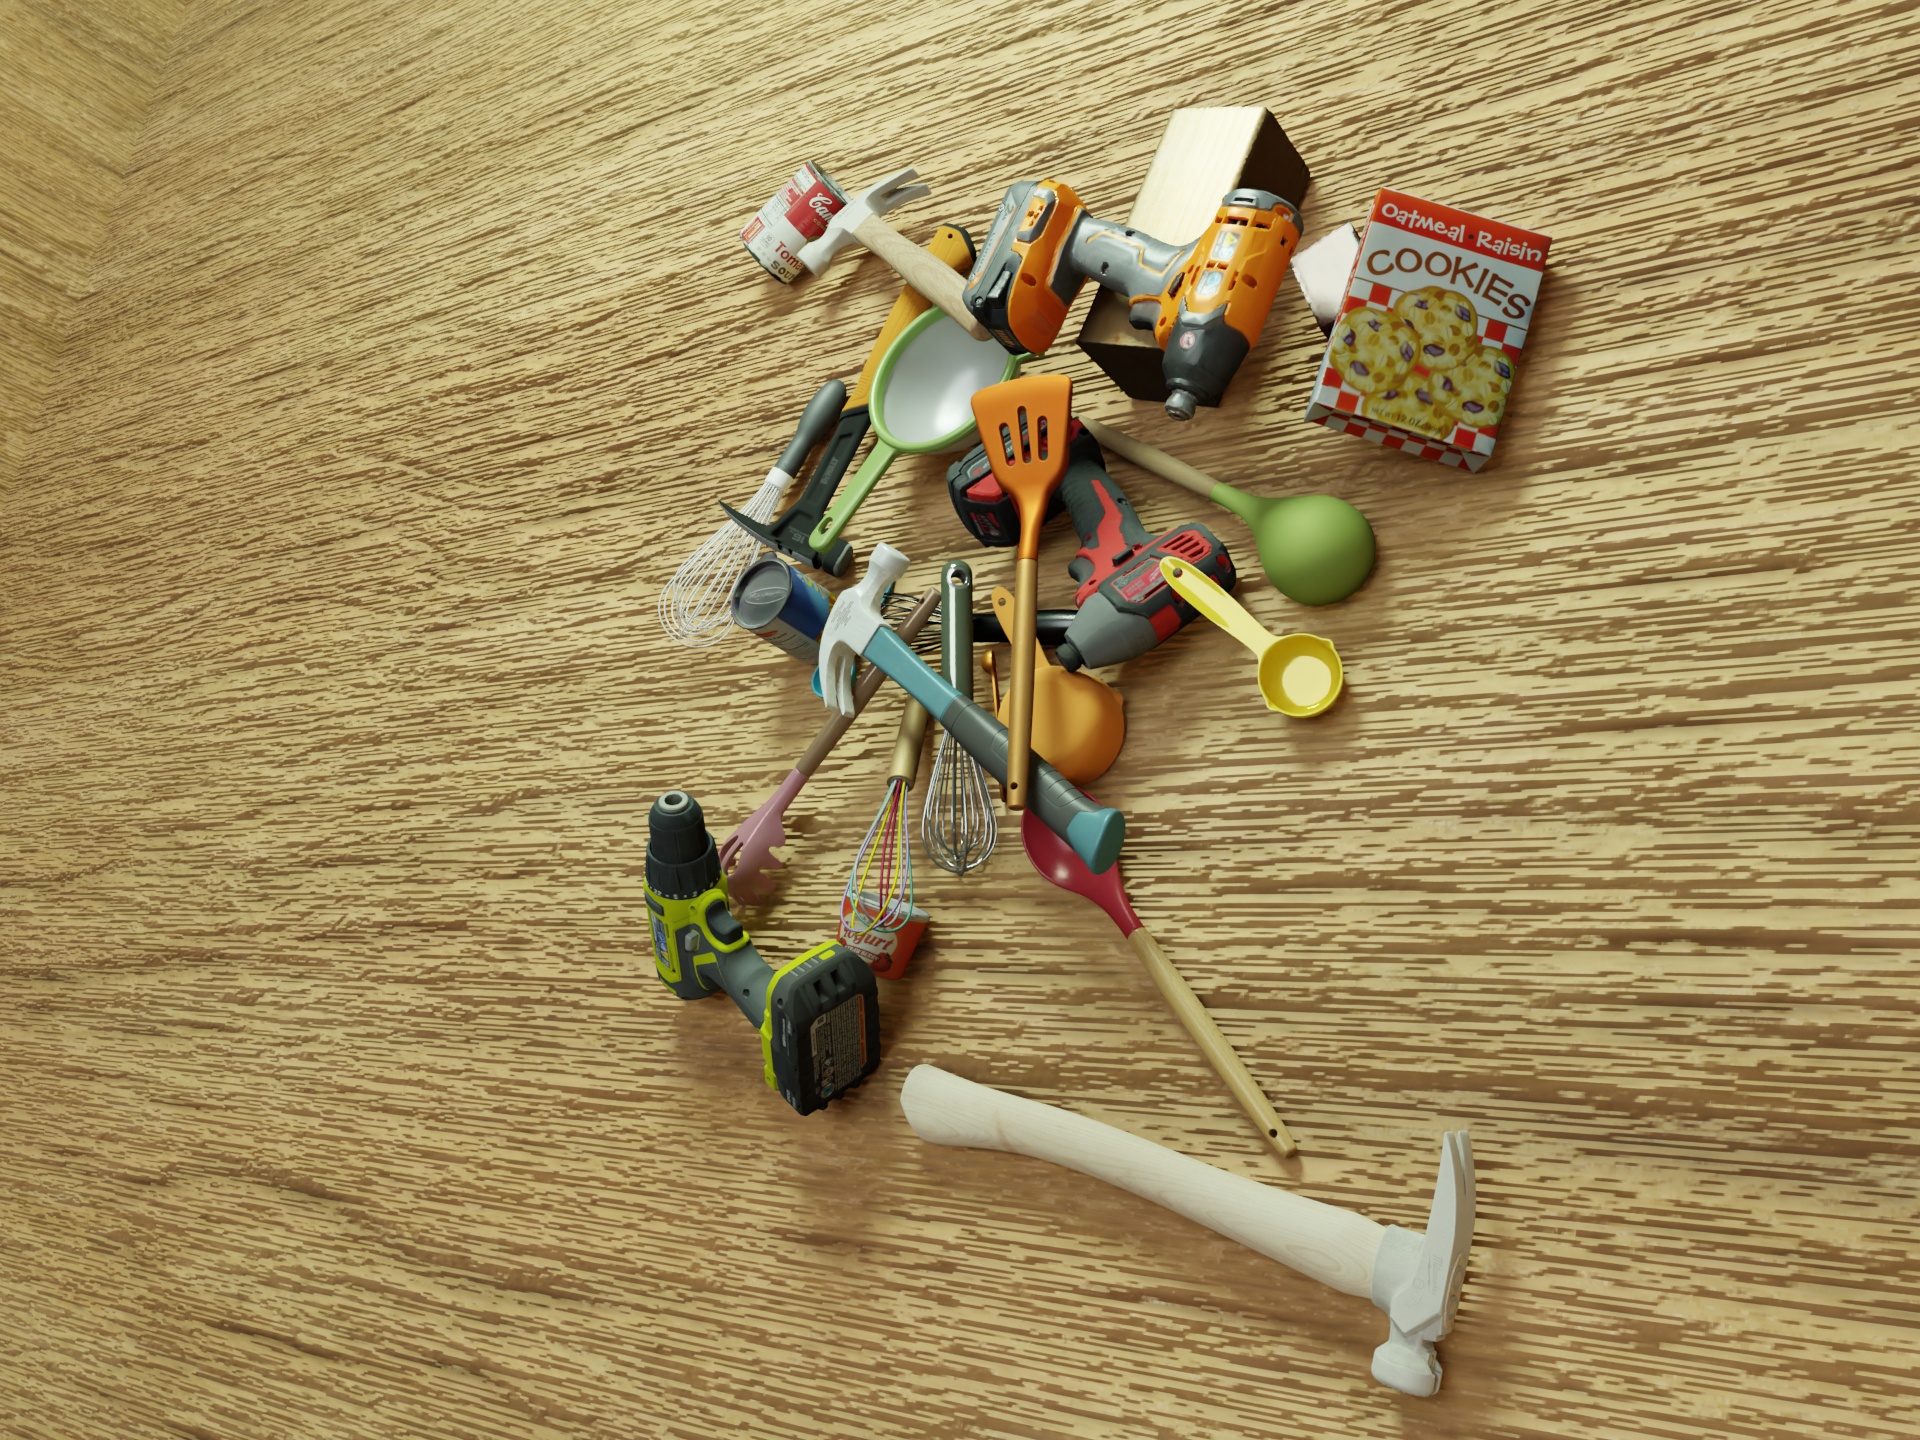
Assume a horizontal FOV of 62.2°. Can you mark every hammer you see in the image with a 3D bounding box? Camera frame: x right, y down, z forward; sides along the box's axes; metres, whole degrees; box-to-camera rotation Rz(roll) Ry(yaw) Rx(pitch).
[{"bbox_3d":[-0.039,-0.398,1.382,0.130,0.031,0.332,-44,39,4],"label":"hammer"},{"bbox_3d":[0.125,0.280,1.021,0.411,0.038,0.146,10,85,40],"label":"hammer"},{"bbox_3d":[-0.085,-0.298,1.416,0.127,0.034,0.337,26,83,11],"label":"hammer"},{"bbox_3d":[0.004,-0.001,1.162,0.331,0.033,0.128,42,103,37],"label":"hammer"}]

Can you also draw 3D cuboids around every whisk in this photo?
[{"bbox_3d":[-0.182,-0.191,1.453,0.070,0.070,0.284,26,82,40],"label":"whisk"},{"bbox_3d":[-0.002,-0.004,1.218,0.057,0.059,0.246,1,79,-9],"label":"whisk"},{"bbox_3d":[0.011,-0.076,1.266,0.239,0.055,0.055,2,72,32],"label":"whisk"},{"bbox_3d":[-0.046,0.063,1.204,0.051,0.047,0.245,12,46,-1],"label":"whisk"}]

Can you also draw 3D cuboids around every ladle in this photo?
[{"bbox_3d":[0.134,0.164,1.082,0.069,0.031,0.316,-47,52,17],"label":"ladle"},{"bbox_3d":[0.181,-0.173,1.192,0.078,0.062,0.320,-50,43,-1],"label":"ladle"}]

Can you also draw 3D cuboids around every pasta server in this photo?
[{"bbox_3d":[-0.107,0.022,1.289,0.316,0.040,0.060,-53,50,13],"label":"pasta server"}]

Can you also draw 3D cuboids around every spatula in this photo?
[{"bbox_3d":[0.043,-0.094,1.129,0.081,0.041,0.323,-6,68,22],"label":"spatula"}]

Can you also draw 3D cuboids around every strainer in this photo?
[{"bbox_3d":[-0.031,-0.236,1.346,0.256,0.069,0.152,-53,48,4],"label":"strainer"}]

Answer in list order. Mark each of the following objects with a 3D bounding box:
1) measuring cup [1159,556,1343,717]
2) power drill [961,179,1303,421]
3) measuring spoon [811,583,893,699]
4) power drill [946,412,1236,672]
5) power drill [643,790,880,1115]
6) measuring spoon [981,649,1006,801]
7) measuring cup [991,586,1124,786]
[{"bbox_3d":[0.199,-0.061,1.101,0.157,0.029,0.062,43,96,20],"label":"measuring cup"},{"bbox_3d":[0.117,-0.305,1.147,0.227,0.084,0.164,18,83,35],"label":"power drill"},{"bbox_3d":[-0.084,-0.071,1.354,0.042,0.021,0.129,16,71,39],"label":"measuring spoon"},{"bbox_3d":[0.089,-0.132,1.195,0.143,0.078,0.220,-36,54,-5],"label":"power drill"},{"bbox_3d":[-0.163,0.172,1.206,0.080,0.190,0.229,-28,46,-32],"label":"power drill"},{"bbox_3d":[0.025,0.005,1.213,0.011,0.021,0.117,-5,88,11],"label":"measuring spoon"},{"bbox_3d":[0.053,-0.032,1.184,0.095,0.052,0.174,-34,69,21],"label":"measuring cup"}]
